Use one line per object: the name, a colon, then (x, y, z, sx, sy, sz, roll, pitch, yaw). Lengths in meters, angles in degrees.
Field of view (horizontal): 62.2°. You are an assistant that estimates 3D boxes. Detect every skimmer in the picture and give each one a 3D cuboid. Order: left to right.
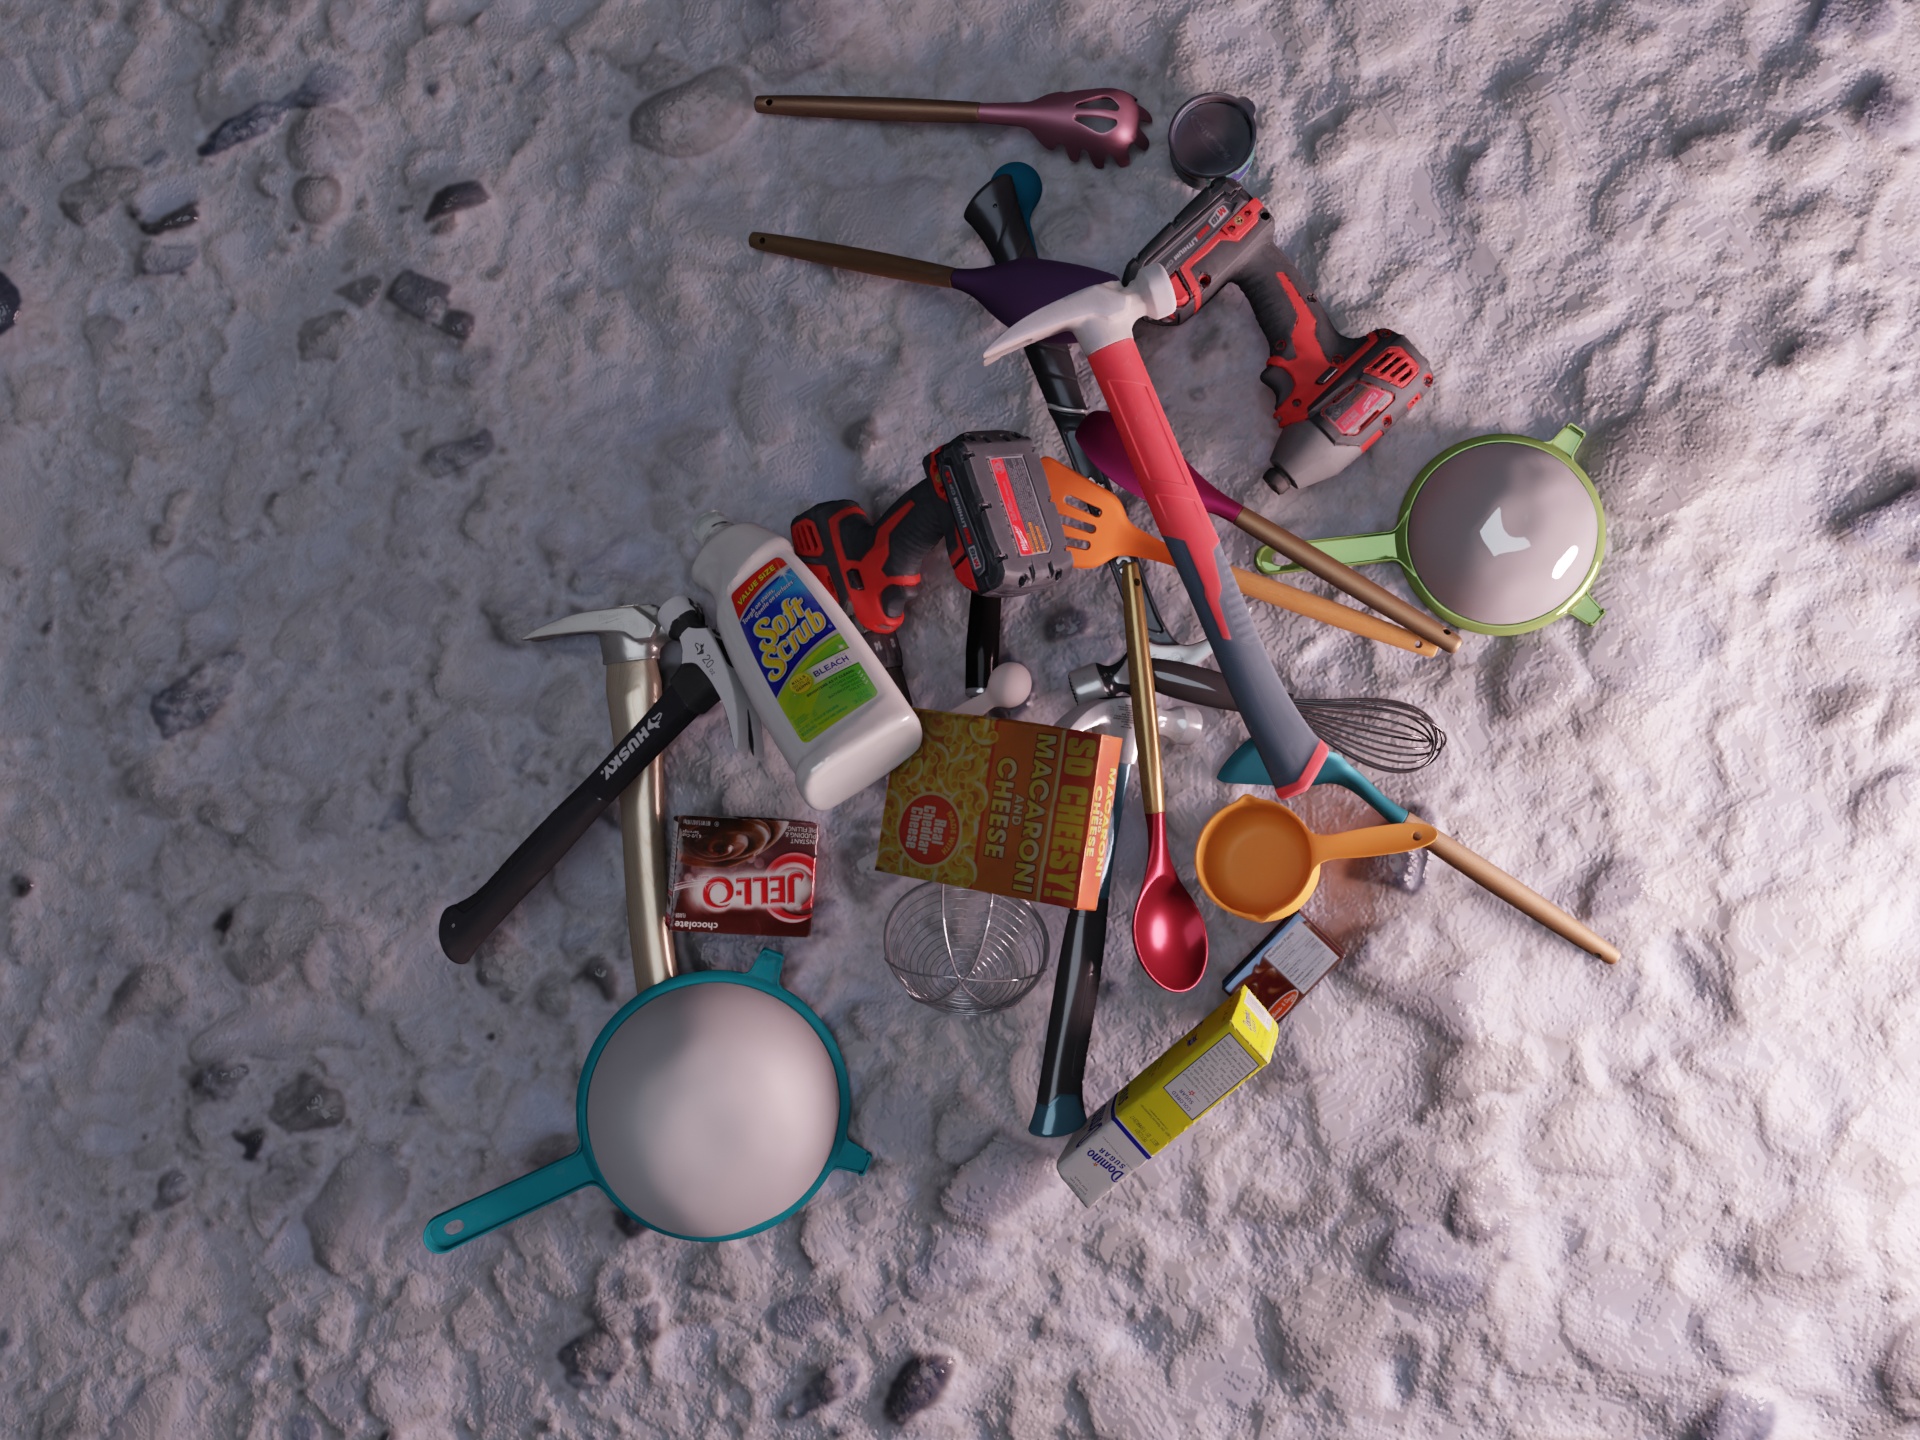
skimmer: (0.012, 0.044, 1.231, 0.127, 0.090, 0.363, 3, 79, 5)

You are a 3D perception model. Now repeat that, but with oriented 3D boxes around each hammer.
hammer: (-0.285, 0.068, 1.222, 0.334, 0.035, 0.146, -45, 60, 12)
hammer: (-0.259, 0.115, 1.267, 0.146, 0.038, 0.411, -6, 88, 10)
hammer: (0.093, -0.221, 1.212, 0.149, 0.036, 0.409, -20, 89, 6)
hammer: (0.096, 0.144, 1.180, 0.128, 0.033, 0.331, 10, 89, -23)
hammer: (0.149, -0.122, 1.125, 0.143, 0.038, 0.386, -22, 86, 2)

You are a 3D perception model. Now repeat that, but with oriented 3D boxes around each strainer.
strainer: (-0.244, 0.325, 1.188, 0.340, 0.095, 0.211, -24, 93, -8)
strainer: (0.346, -0.134, 1.163, 0.256, 0.069, 0.151, -6, 88, 7)

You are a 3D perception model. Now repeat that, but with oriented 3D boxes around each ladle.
ladle: (0.139, 0.042, 1.162, 0.069, 0.031, 0.315, -9, 95, -35)

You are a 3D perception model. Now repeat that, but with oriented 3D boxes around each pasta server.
pasta server: (-0.009, -0.475, 1.249, 0.316, 0.040, 0.060, 7, 90, 13)

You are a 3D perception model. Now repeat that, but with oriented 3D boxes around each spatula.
spatula: (-0.028, -0.340, 1.216, 0.316, 0.018, 0.059, 18, 102, 22)
spatula: (0.195, -0.105, 1.165, 0.322, 0.041, 0.081, 20, 101, 4)
spatula: (0.342, 0.097, 1.170, 0.317, 0.082, 0.044, 33, 61, 4)

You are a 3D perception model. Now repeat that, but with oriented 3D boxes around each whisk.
whisk: (0.241, -0.008, 1.177, 0.239, 0.055, 0.055, 15, 91, 3)

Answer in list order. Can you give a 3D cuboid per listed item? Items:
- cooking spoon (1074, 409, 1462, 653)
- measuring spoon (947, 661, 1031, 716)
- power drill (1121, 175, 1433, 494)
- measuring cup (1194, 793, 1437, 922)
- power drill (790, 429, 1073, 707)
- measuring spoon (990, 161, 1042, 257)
cooking spoon: (0.225, -0.137, 1.159, 0.319, 0.017, 0.069, 32, 53, 4)
measuring spoon: (-0.002, -0.004, 1.187, 0.124, 0.018, 0.034, -34, 65, 16)
power drill: (0.227, -0.280, 1.184, 0.143, 0.078, 0.220, -44, 86, 6)
measuring cup: (0.261, 0.099, 1.165, 0.173, 0.052, 0.095, -10, 73, 17)
power drill: (-0.027, -0.098, 1.173, 0.227, 0.080, 0.188, -22, 84, 44)
measuring spoon: (0.048, -0.374, 1.237, 0.042, 0.021, 0.128, -8, 86, 8)
